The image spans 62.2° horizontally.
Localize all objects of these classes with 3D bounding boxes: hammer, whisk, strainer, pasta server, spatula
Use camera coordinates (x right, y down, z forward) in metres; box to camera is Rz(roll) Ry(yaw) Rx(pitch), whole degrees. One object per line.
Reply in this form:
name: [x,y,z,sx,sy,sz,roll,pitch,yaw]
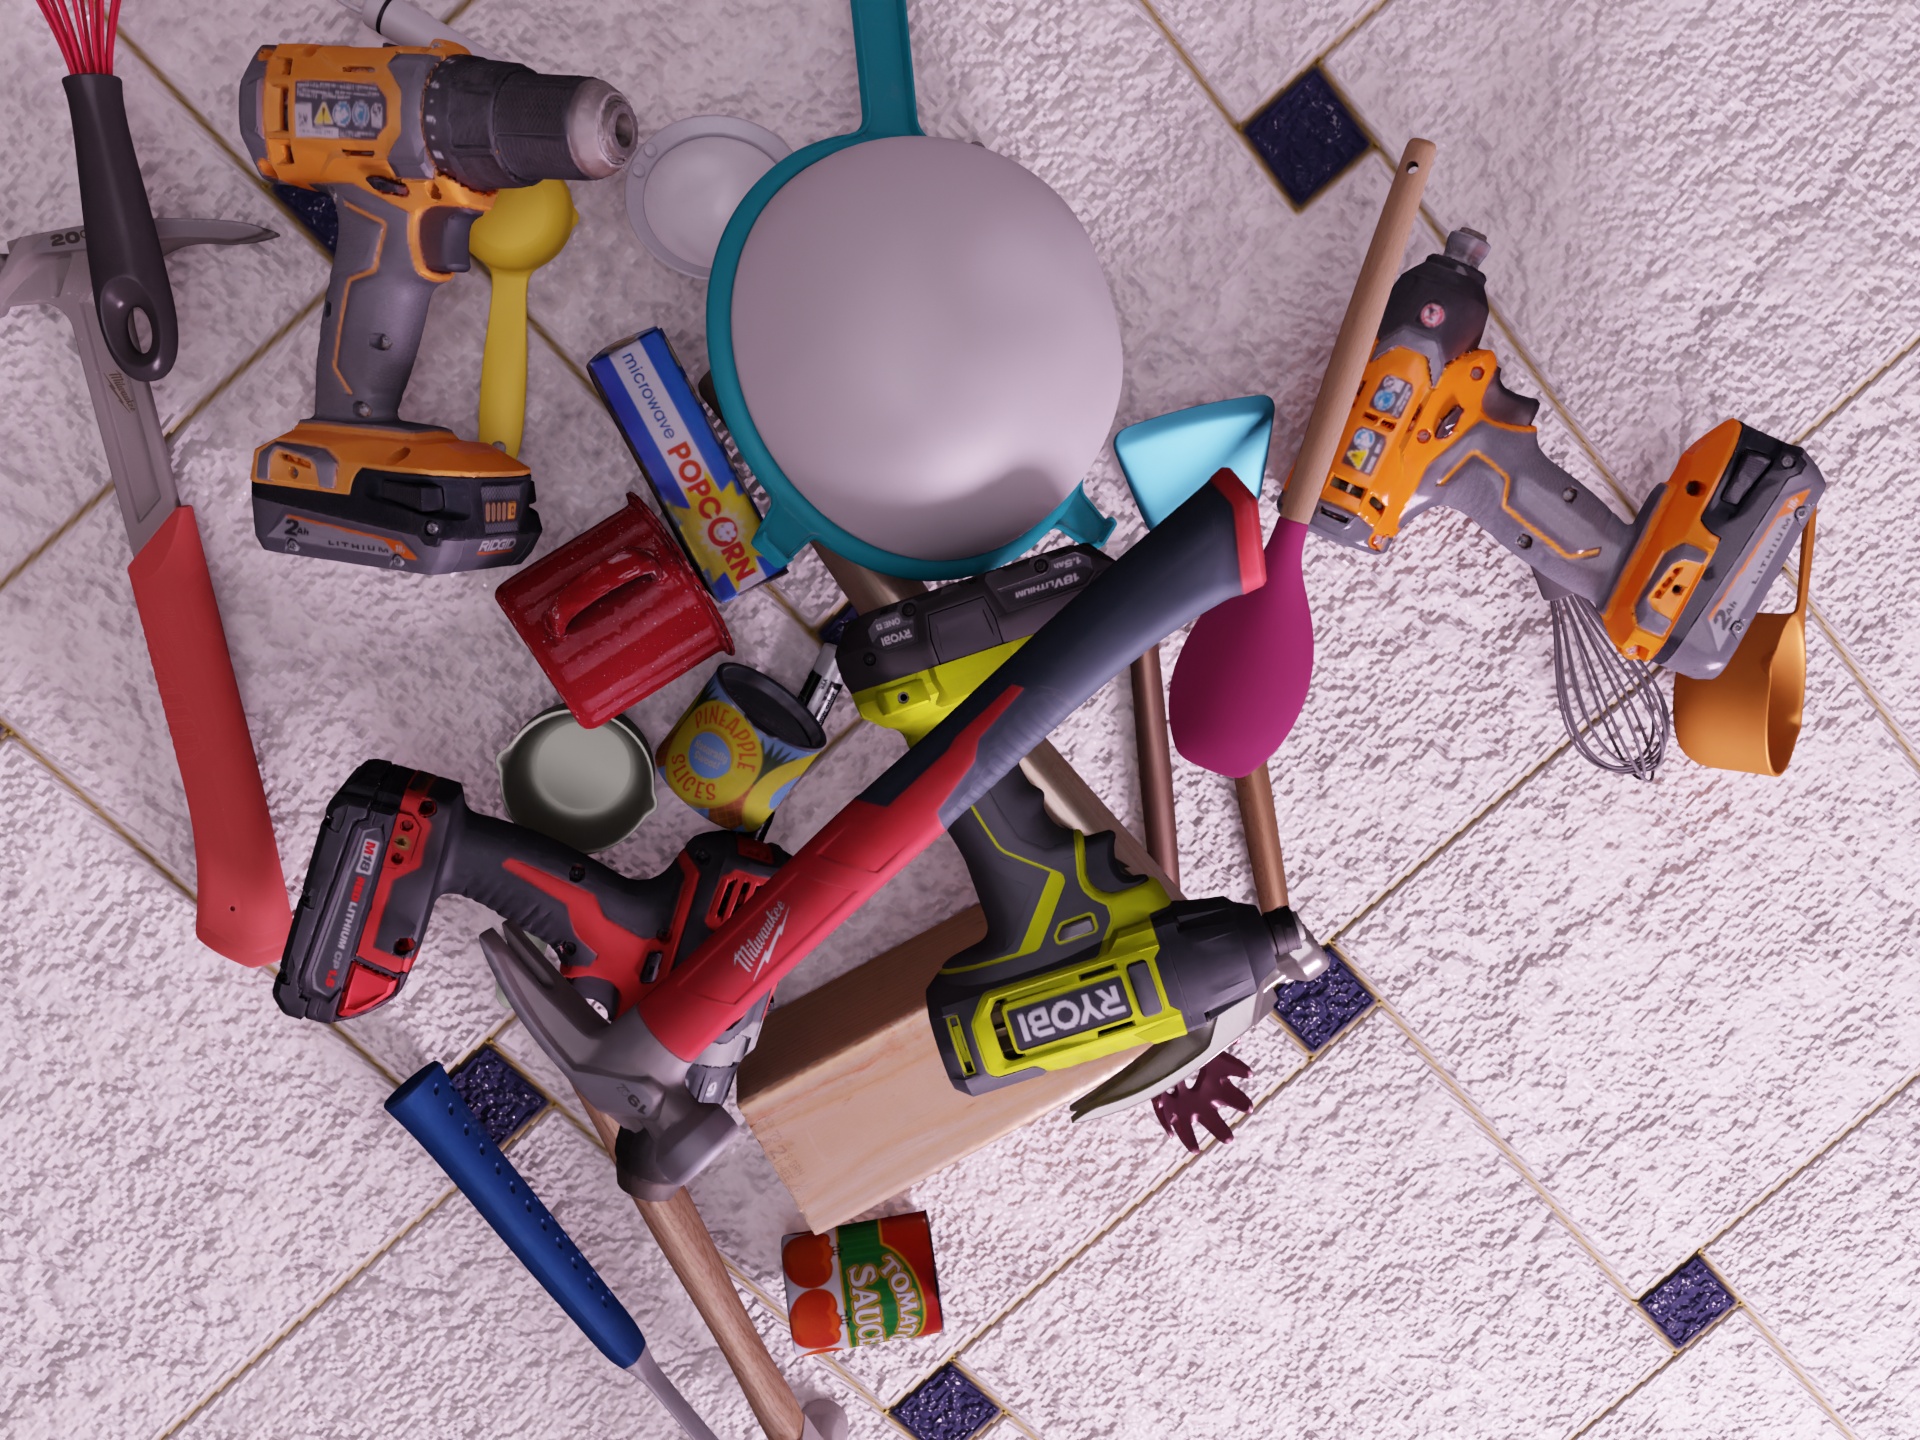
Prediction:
hammer: [-0.170,0.352,0.859,0.035,0.144,0.405,-36,99,1]
whisk: [-0.377,-0.296,0.685,0.073,0.073,0.295,-7,99,-6]
strainer: [-0.007,-0.236,0.710,0.211,0.095,0.340,-7,90,-32]
hammer: [-0.369,-0.054,0.770,0.149,0.037,0.359,-9,104,-5]
pasta server: [0.115,0.083,0.867,0.060,0.040,0.316,-12,104,-20]
hammer: [-0.034,0.027,0.667,0.386,0.038,0.143,-43,88,14]
hammer: [-0.001,-0.002,0.774,0.146,0.038,0.410,-37,89,1]
whisk: [0.326,-0.072,0.856,0.055,0.055,0.239,-26,101,-1]
hammer: [-0.144,0.289,0.854,0.031,0.130,0.331,-26,97,1]
strainer: [-0.173,-0.275,0.742,0.258,0.050,0.087,29,74,-7]
spatula: [0.148,-0.012,0.845,0.082,0.044,0.317,-14,106,-1]

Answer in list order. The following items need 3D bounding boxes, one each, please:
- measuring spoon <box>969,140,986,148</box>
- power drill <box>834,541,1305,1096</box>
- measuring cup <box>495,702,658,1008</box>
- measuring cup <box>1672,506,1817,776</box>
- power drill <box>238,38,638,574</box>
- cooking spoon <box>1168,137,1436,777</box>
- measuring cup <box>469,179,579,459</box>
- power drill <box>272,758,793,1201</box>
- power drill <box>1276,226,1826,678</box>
measuring spoon: [-0.007,-0.225,0.791,0.034,0.018,0.124,13,95,-15]
power drill: [0.046,0.040,0.719,0.171,0.080,0.223,-18,93,3]
measuring cup: [-0.209,0.068,0.821,0.083,0.038,0.167,18,102,-11]
measuring cup: [0.431,-0.055,0.870,0.095,0.052,0.174,33,68,-49]
power drill: [-0.231,-0.182,0.707,0.185,0.084,0.226,9,103,20]
cooking spoon: [0.171,-0.123,0.779,0.069,0.017,0.319,21,103,20]
measuring cup: [-0.218,-0.193,0.759,0.062,0.029,0.156,5,100,-9]
power drill: [-0.204,0.126,0.771,0.226,0.080,0.188,17,95,-15]
power drill: [0.292,-0.132,0.786,0.226,0.084,0.164,25,105,10]
